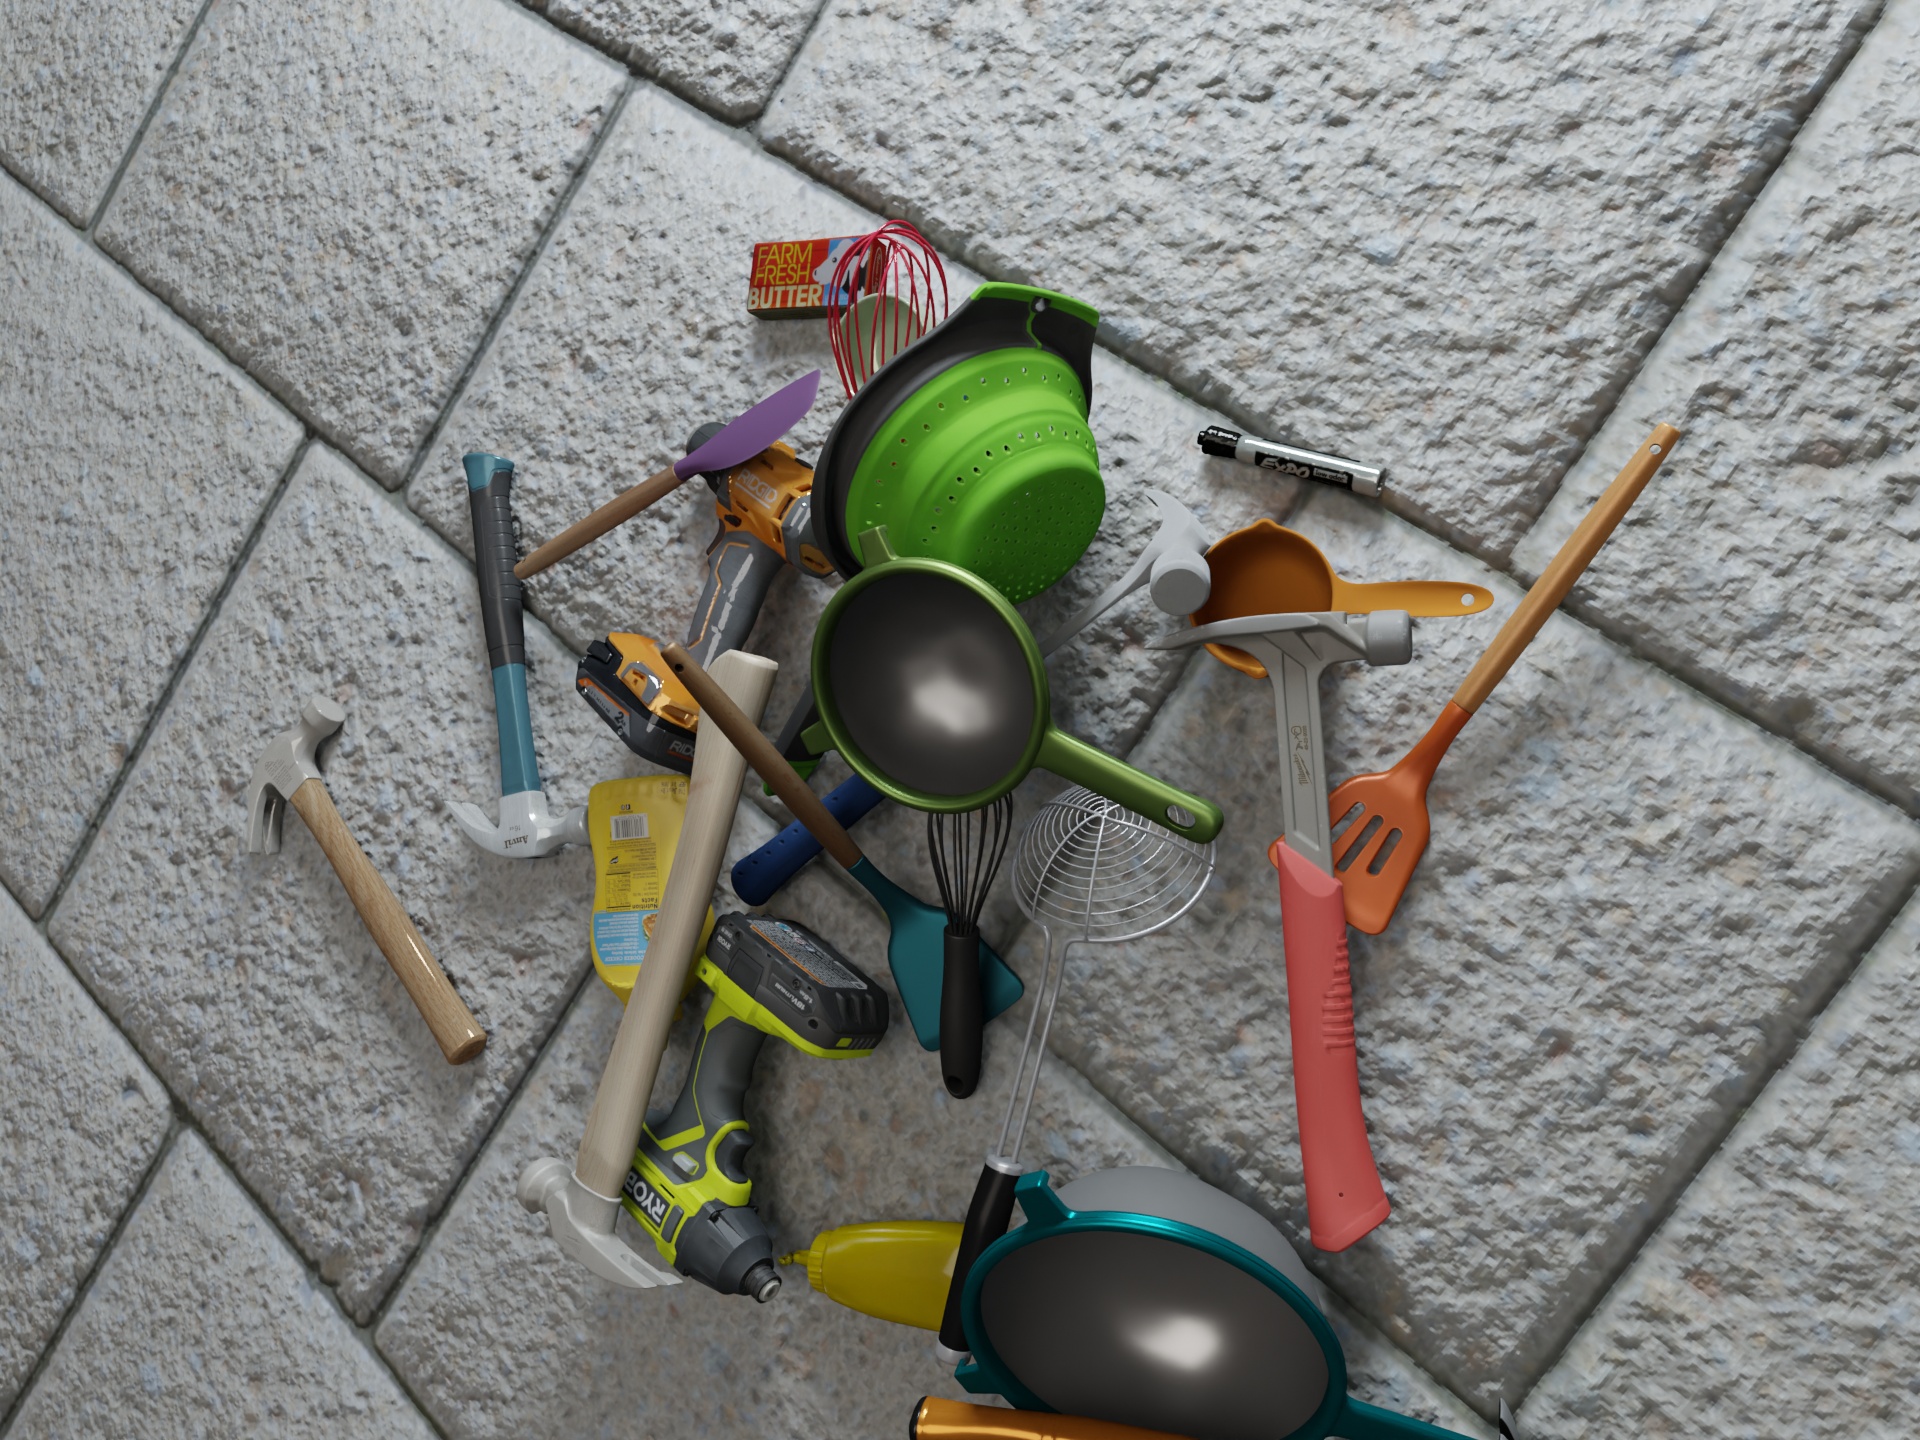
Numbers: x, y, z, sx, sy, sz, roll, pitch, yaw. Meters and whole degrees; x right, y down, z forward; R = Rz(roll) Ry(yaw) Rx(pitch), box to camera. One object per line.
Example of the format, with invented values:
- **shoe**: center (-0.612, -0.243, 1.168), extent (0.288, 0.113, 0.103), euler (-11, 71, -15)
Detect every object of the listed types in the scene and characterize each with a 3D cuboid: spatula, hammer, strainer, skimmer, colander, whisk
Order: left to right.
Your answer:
- **hammer**: center (-0.474, 0.139, 1.269), extent (0.130, 0.031, 0.331), euler (-47, 67, 13)
- **hammer**: center (-0.351, -0.054, 1.234), extent (0.128, 0.033, 0.331), euler (-15, 77, 23)
- **spatula**: center (-0.216, -0.164, 1.128), extent (0.316, 0.018, 0.060), euler (-23, 43, 33)
- **hammer**: center (-0.184, 0.157, 1.036), extent (0.146, 0.038, 0.410), euler (20, 95, 40)
- **spatula**: center (-0.083, 0.075, 1.007), extent (0.082, 0.044, 0.317), euler (-34, 108, 16)
- **whisk**: center (-0.049, -0.172, 1.014), extent (0.073, 0.073, 0.295), euler (25, 131, 27)
- **colander**: center (-0.018, -0.075, 0.998), extent (0.095, 0.204, 0.397), euler (51, 125, 31)
- **hammer**: center (-0.002, -0.003, 1.024), extent (0.405, 0.144, 0.035), euler (-38, 109, 25)
- **whisk**: center (0.004, 0.132, 0.990), extent (0.055, 0.055, 0.238), euler (12, 113, 27)
- **strainer**: center (0.038, -0.004, 0.905), extent (0.256, 0.069, 0.151), euler (26, 118, 15)
- **skimmer**: center (0.058, 0.209, 0.968), extent (0.127, 0.090, 0.363), euler (16, 92, 33)
- **hammer**: center (0.131, 0.401, 0.863), extent (0.337, 0.034, 0.127), euler (0, 122, 19)
- **strainer**: center (0.173, 0.340, 0.890), extent (0.340, 0.095, 0.210), euler (17, 125, 6)
- **hammer**: center (0.192, 0.119, 0.907), extent (0.149, 0.036, 0.359), euler (-4, 90, 21)
- **spatula**: center (0.296, -0.026, 0.891), extent (0.081, 0.041, 0.322), euler (38, 108, 17)

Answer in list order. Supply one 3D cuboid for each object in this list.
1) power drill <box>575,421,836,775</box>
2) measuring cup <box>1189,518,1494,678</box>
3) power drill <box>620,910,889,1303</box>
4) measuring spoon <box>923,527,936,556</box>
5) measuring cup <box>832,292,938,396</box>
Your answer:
- **power drill**: center (-0.180, -0.097, 1.122), extent (0.186, 0.084, 0.226), euler (39, 100, 42)
- **measuring cup**: center (0.225, -0.068, 0.943), extent (0.173, 0.052, 0.095), euler (2, 85, 19)
- **power drill**: center (-0.144, 0.256, 1.058), extent (0.171, 0.080, 0.223), euler (31, 100, 36)
- **measuring spoon**: center (-0.049, -0.138, 1.101), extent (0.129, 0.021, 0.042), euler (34, 111, 26)
- **measuring cup**: center (-0.059, -0.215, 1.115), extent (0.083, 0.038, 0.167), euler (26, 112, 23)
